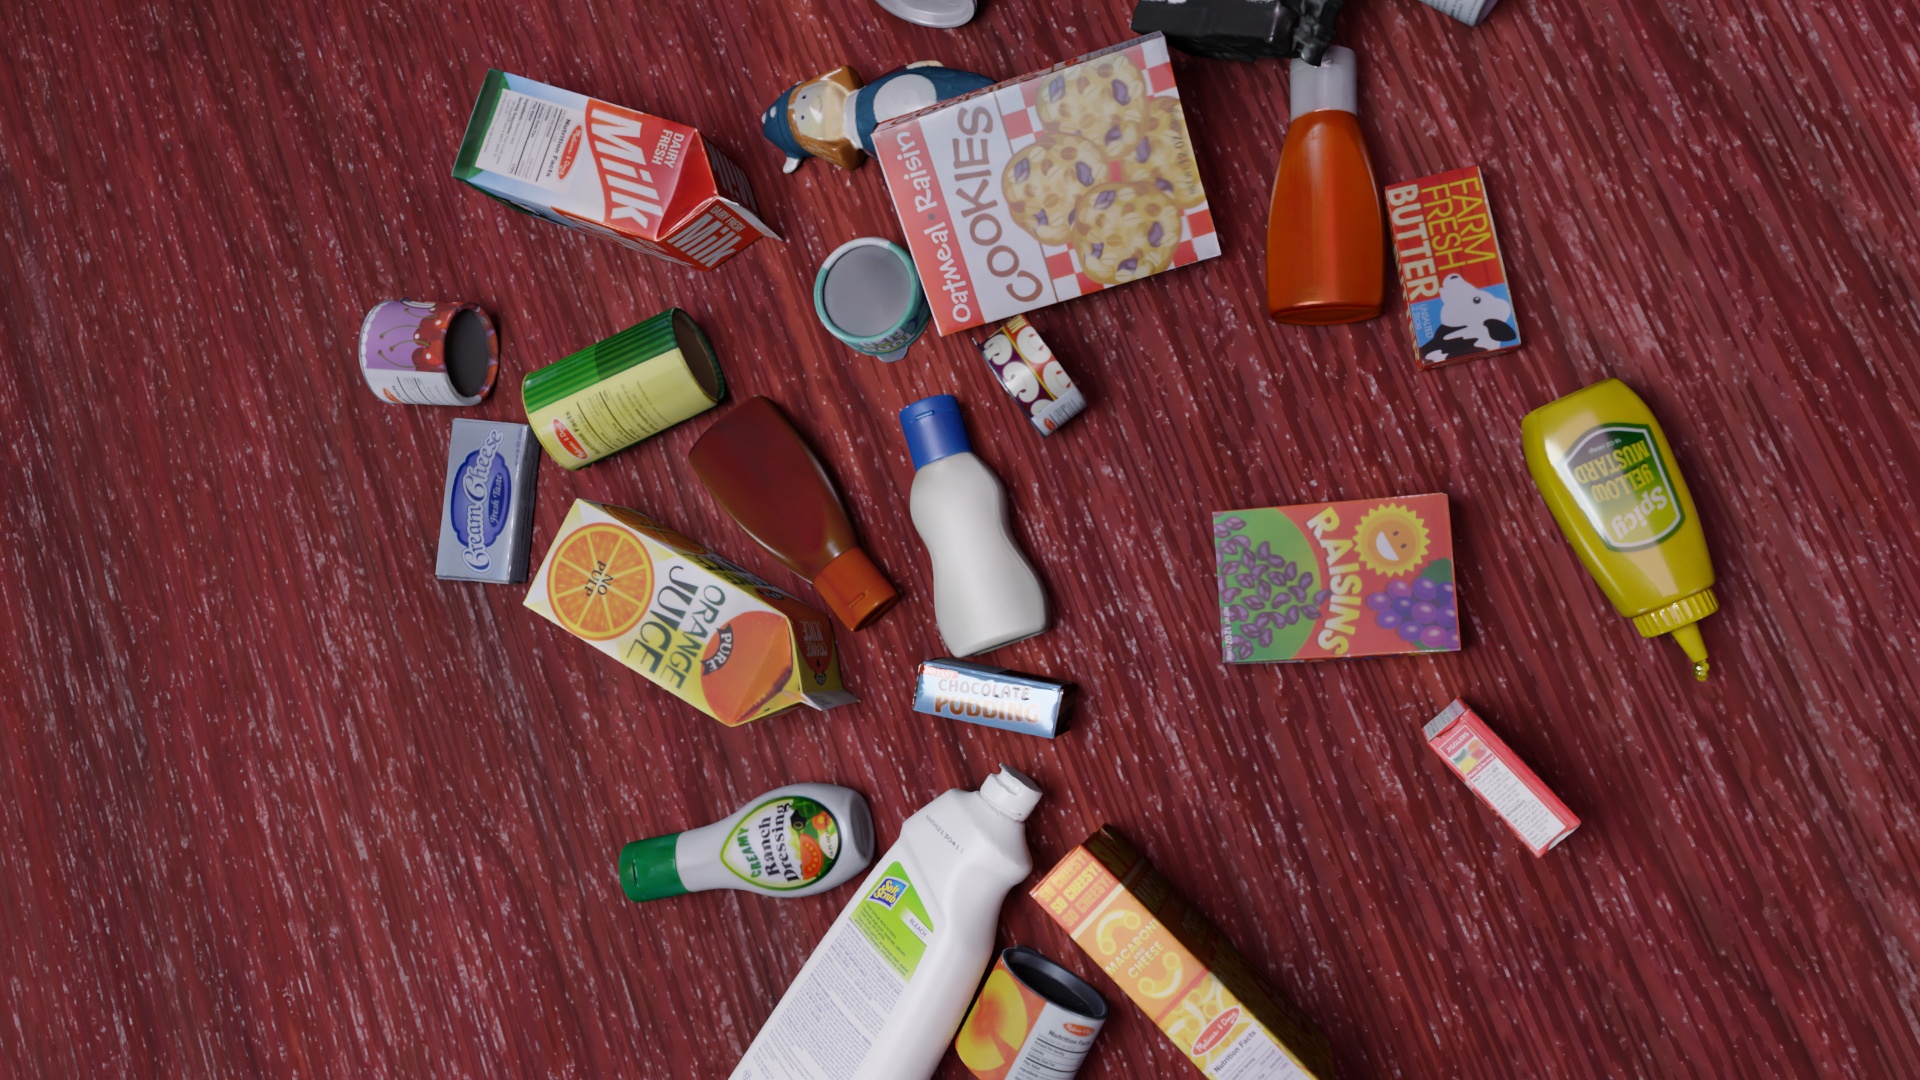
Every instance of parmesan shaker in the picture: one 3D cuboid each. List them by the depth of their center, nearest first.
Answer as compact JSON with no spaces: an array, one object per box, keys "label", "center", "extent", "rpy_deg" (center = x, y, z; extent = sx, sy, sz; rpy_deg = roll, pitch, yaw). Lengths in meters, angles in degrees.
[{"label":"parmesan shaker","center":[-0.202,-0.091,0.848],"extent":[0.103,0.071,0.071],"rpy_deg":[-23,81,10]}]

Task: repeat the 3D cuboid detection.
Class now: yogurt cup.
[{"label":"yogurt cup","center":[-0.018,-0.346,0.825],"extent":[0.072,0.072,0.054],"rpy_deg":[12,80,14]}]

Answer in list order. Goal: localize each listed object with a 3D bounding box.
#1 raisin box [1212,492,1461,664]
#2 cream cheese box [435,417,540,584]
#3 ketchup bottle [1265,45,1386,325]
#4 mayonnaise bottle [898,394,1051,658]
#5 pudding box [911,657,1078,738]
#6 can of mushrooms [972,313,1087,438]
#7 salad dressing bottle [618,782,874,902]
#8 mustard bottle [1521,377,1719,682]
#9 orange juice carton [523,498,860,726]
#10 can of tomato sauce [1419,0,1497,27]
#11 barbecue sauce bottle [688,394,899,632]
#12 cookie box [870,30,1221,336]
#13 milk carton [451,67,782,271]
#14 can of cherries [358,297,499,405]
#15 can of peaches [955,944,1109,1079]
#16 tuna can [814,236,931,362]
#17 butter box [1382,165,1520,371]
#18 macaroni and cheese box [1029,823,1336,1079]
[{"label":"raisin box","center":[0.202,0.022,0.751],"extent":[0.123,0.040,0.086],"rpy_deg":[-5,83,14]},{"label":"cream cheese box","center":[-0.300,-0.025,0.884],"extent":[0.053,0.024,0.104],"rpy_deg":[4,86,14]},{"label":"ketchup bottle","center":[0.202,-0.196,0.768],"extent":[0.065,0.043,0.149],"rpy_deg":[0,85,15]},{"label":"mayonnaise bottle","center":[0.003,-0.010,0.802],"extent":[0.065,0.041,0.148],"rpy_deg":[-19,80,10]},{"label":"pudding box","center":[0.020,0.088,0.784],"extent":[0.084,0.049,0.030],"rpy_deg":[9,89,14]},{"label":"can of mushrooms","center":[0.040,-0.095,0.787],"extent":[0.033,0.071,0.071],"rpy_deg":[-36,78,8]},{"label":"salad dressing bottle","center":[-0.126,0.182,0.814],"extent":[0.147,0.044,0.064],"rpy_deg":[-14,81,12]},{"label":"mustard bottle","center":[0.348,-0.003,0.713],"extent":[0.065,0.049,0.160],"rpy_deg":[-26,80,12]},{"label":"orange juice carton","center":[-0.149,0.051,0.817],"extent":[0.193,0.072,0.073],"rpy_deg":[28,93,15]},{"label":"can of tomato sauce","center":[0.261,-0.329,0.754],"extent":[0.083,0.071,0.071],"rpy_deg":[33,94,13]},{"label":"barbecue sauce bottle","center":[-0.095,-0.013,0.824],"extent":[0.065,0.043,0.149],"rpy_deg":[-41,78,7]},{"label":"cookie box","center":[0.048,-0.198,0.781],"extent":[0.167,0.040,0.122],"rpy_deg":[-15,112,12]},{"label":"milk carton","center":[-0.205,-0.221,0.855],"extent":[0.191,0.072,0.073],"rpy_deg":[20,90,16]},{"label":"can of cherries","center":[-0.335,-0.121,0.880],"extent":[0.058,0.071,0.071],"rpy_deg":[3,86,14]},{"label":"can of peaches","center":[0.038,0.264,0.758],"extent":[0.071,0.071,0.058],"rpy_deg":[28,93,14]},{"label":"tuna can","center":[-0.052,-0.144,0.830],"extent":[0.071,0.033,0.071],"rpy_deg":[-1,84,14]},{"label":"butter box","center":[0.267,-0.148,0.758],"extent":[0.053,0.024,0.103],"rpy_deg":[-12,83,12]},{"label":"macaroni and cheese box","center":[0.116,0.220,0.711],"extent":[0.166,0.123,0.040],"rpy_deg":[44,94,13]}]
